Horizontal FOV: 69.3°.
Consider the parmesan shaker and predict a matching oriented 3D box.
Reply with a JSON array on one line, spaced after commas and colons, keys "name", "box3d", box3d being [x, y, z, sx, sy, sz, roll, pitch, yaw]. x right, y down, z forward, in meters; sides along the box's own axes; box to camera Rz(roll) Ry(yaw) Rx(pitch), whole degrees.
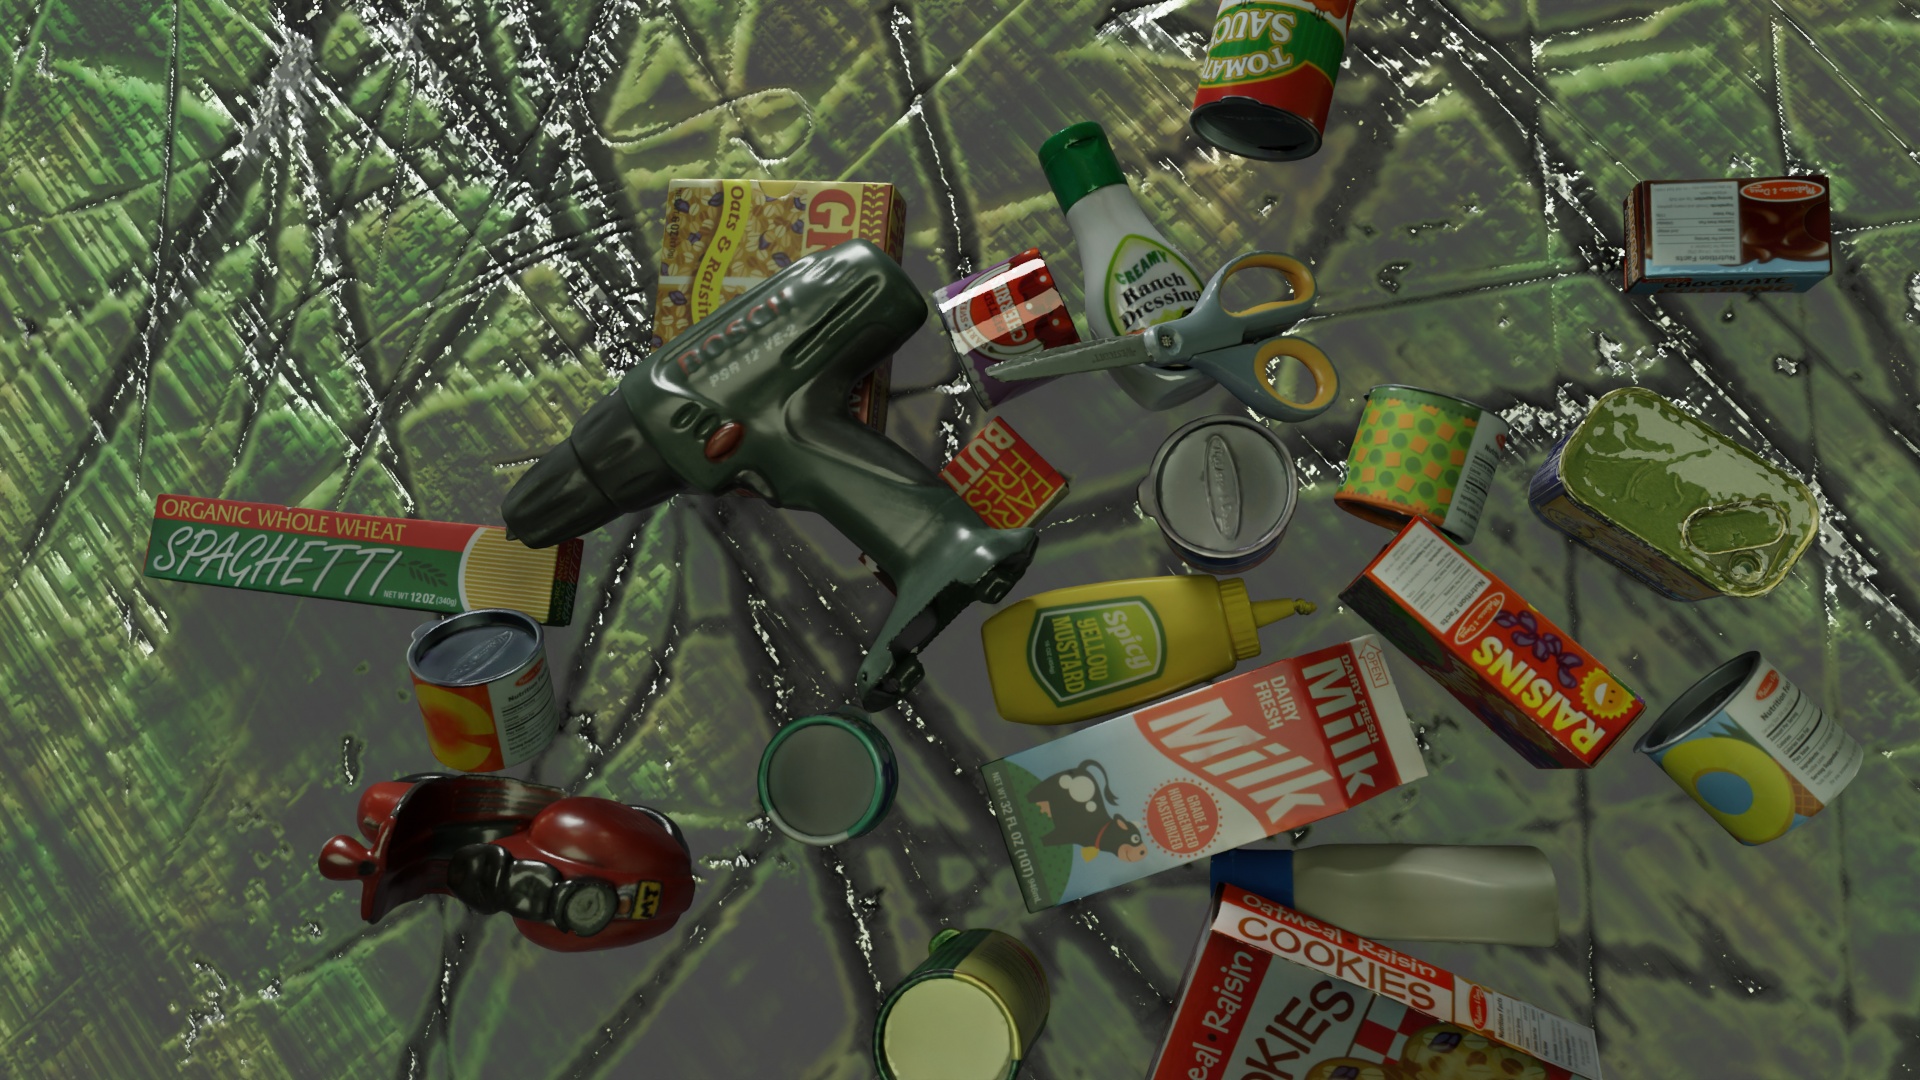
[{"name": "parmesan shaker", "box3d": [0.000, 0.218, 0.639, 0.071, 0.103, 0.071, -1, 83, 11]}]

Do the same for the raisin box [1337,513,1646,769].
[{"name": "raisin box", "box3d": [0.236, 0.048, 0.628, 0.123, 0.086, 0.040, 43, 87, 12]}]

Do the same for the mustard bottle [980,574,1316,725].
[{"name": "mustard bottle", "box3d": [0.092, 0.046, 0.673, 0.160, 0.049, 0.065, -14, 83, 8]}]

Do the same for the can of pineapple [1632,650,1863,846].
[{"name": "can of pineapple", "box3d": [0.347, 0.092, 0.614, 0.071, 0.071, 0.058, -44, 78, 3]}]

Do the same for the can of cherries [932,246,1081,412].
[{"name": "can of cherries", "box3d": [0.025, -0.106, 0.694, 0.058, 0.071, 0.071, -24, 79, 6]}]

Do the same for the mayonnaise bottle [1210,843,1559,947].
[{"name": "mayonnaise bottle", "box3d": [0.190, 0.161, 0.636, 0.148, 0.065, 0.041, -3, 91, 14]}]

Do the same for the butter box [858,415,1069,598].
[{"name": "butter box", "box3d": [0.003, -0.009, 0.709, 0.053, 0.024, 0.103, 44, 92, 12]}]

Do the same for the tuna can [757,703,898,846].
[{"name": "tuna can", "box3d": [-0.066, 0.118, 0.700, 0.071, 0.033, 0.071, -1, 83, 10]}]

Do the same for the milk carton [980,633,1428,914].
[{"name": "milk carton", "box3d": [0.114, 0.107, 0.649, 0.190, 0.073, 0.072, -19, 80, 7]}]

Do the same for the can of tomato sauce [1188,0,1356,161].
[{"name": "can of tomato sauce", "box3d": [0.155, -0.241, 0.689, 0.071, 0.071, 0.083, 14, 85, 12]}]

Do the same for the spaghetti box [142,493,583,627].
[{"name": "spaghetti box", "box3d": [-0.332, 0.010, 0.765, 0.250, 0.028, 0.050, 6, 83, 11]}]

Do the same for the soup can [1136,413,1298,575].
[{"name": "soup can", "box3d": [0.122, -0.019, 0.658, 0.071, 0.083, 0.071, -1, 82, 10]}]

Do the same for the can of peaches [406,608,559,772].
[{"name": "can of peaches", "box3d": [-0.245, 0.076, 0.712, 0.071, 0.071, 0.057, 6, 122, 11]}]

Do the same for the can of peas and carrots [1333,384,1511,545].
[{"name": "can of peas and carrots", "box3d": [0.214, -0.036, 0.654, 0.071, 0.071, 0.058, 19, 87, 12]}]

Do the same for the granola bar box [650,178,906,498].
[{"name": "granola bar box", "box3d": [-0.098, -0.106, 0.732, 0.124, 0.039, 0.165, 4, 84, 10]}]

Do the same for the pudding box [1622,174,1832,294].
[{"name": "pudding box", "box3d": [0.362, -0.144, 0.659, 0.084, 0.030, 0.049, 0, 82, 10]}]

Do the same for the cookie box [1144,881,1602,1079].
[{"name": "cookie box", "box3d": [0.173, 0.239, 0.614, 0.167, 0.040, 0.122, 20, 114, 12]}]

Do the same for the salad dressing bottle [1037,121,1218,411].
[{"name": "salad dressing bottle", "box3d": [0.084, -0.139, 0.700, 0.064, 0.044, 0.148, -22, 79, -9]}]
